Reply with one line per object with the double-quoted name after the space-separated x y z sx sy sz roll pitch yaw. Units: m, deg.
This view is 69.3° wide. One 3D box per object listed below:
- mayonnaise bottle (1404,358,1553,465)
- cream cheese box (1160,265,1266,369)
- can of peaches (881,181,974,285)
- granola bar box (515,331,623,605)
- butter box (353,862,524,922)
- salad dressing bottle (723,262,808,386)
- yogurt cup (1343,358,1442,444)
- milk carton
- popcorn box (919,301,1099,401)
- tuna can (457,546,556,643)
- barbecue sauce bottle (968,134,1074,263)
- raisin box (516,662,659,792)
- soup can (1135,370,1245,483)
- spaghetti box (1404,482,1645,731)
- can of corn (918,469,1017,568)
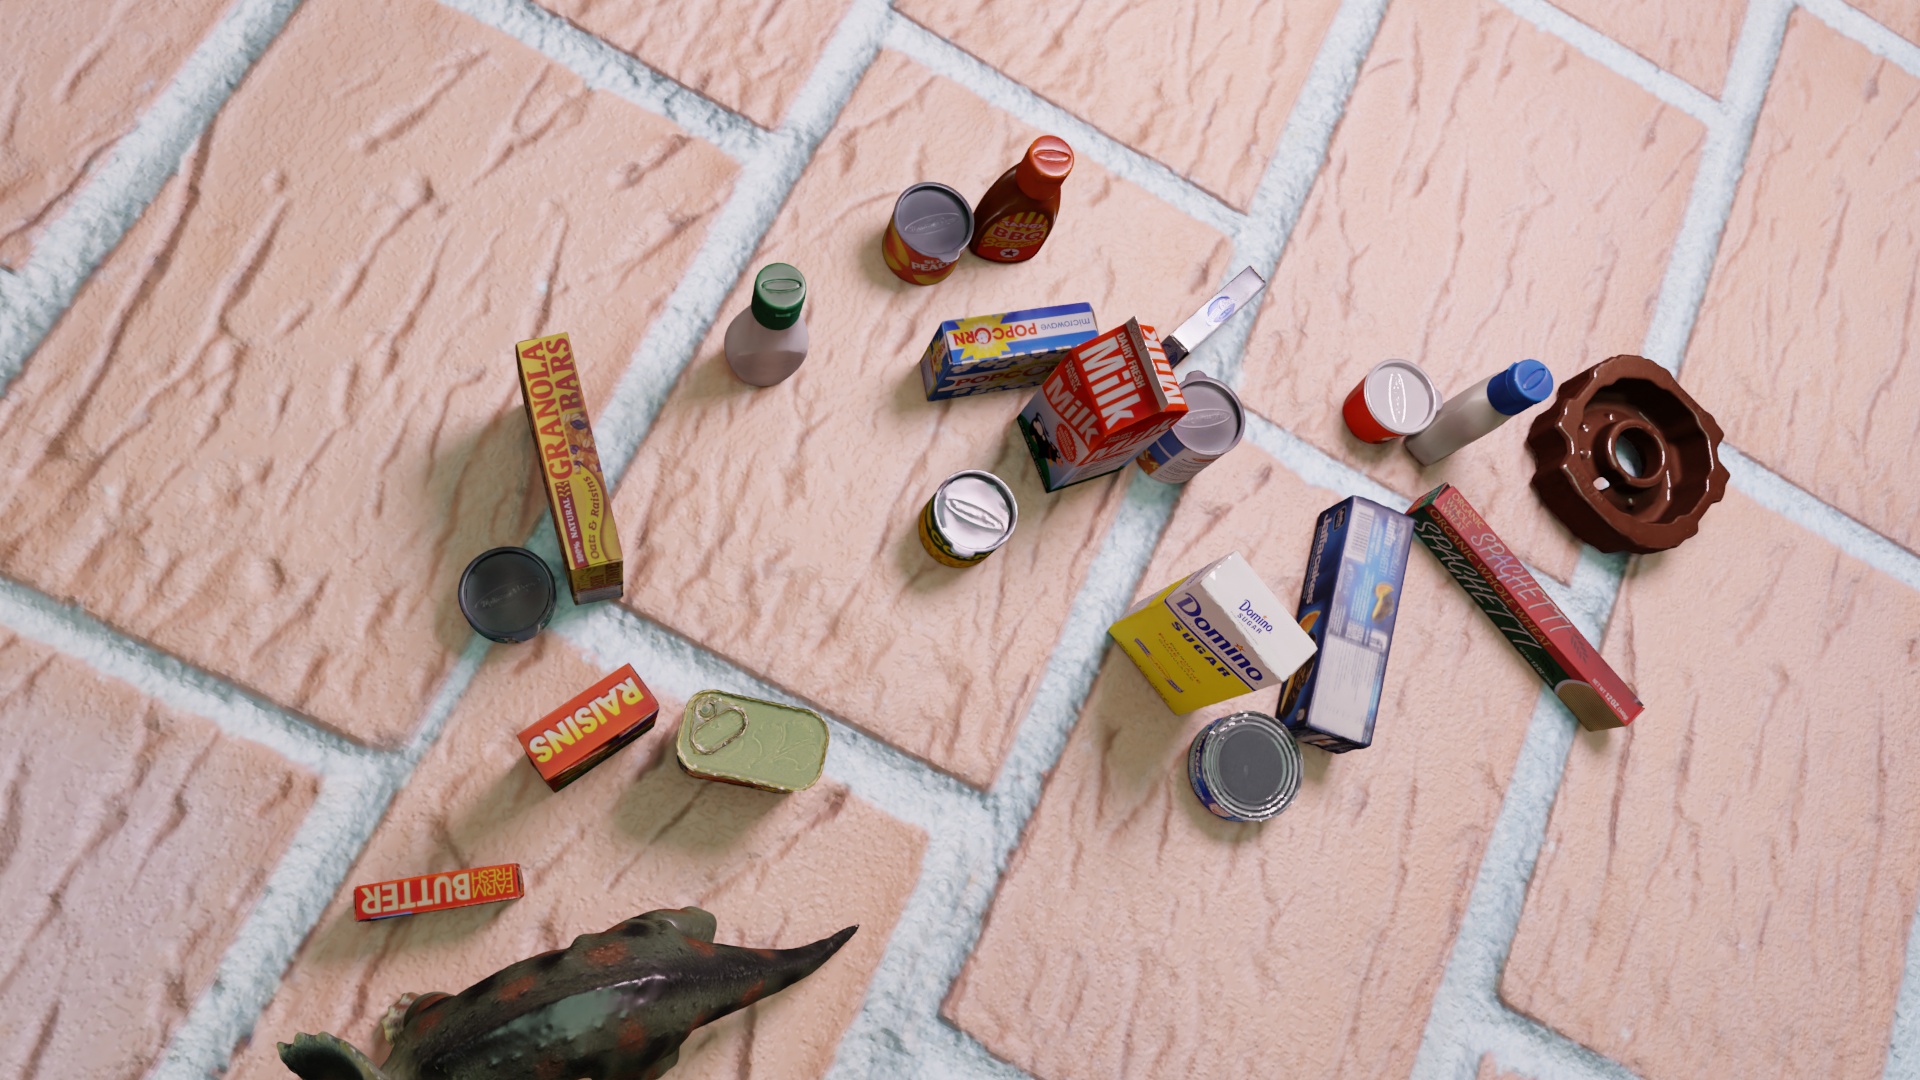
0.435 -0.109 1.162 0.065 0.147 0.041 -40 88 -19 "mayonnaise bottle"
0.209 -0.186 1.177 0.104 0.053 0.024 -41 89 -20 "cream cheese box"
-0.027 -0.247 1.132 0.071 0.058 0.071 3 75 -13 "can of peaches"
-0.276 -0.046 0.982 0.039 0.124 0.165 -13 79 -17 "granola bar box"
-0.346 0.235 0.928 0.104 0.053 0.024 -5 78 -15 "butter box"
-0.141 -0.159 1.033 0.064 0.147 0.044 -5 77 -15 "salad dressing bottle"
0.367 -0.116 1.197 0.072 0.053 0.072 3 75 -13 "yogurt cup"
0.111 -0.103 1.058 0.073 0.190 0.072 -18 81 -17 "milk carton"
0.038 -0.150 1.108 0.127 0.085 0.038 -10 79 -16 "popcorn box"
-0.323 0.042 0.996 0.071 0.032 0.071 3 75 -13 "tuna can"
0.052 -0.271 1.110 0.065 0.148 0.044 1 76 -14 "barbecue sauce bottle"
-0.251 0.129 0.942 0.086 0.123 0.040 -33 86 -19 "raisin box"
0.184 -0.091 1.129 0.071 0.083 0.071 3 75 -13 "soup can"
0.476 0.058 1.181 0.029 0.050 0.250 -40 88 -19 "spaghetti box"
0.004 -0.014 1.078 0.071 0.058 0.071 3 75 -13 "can of corn"
